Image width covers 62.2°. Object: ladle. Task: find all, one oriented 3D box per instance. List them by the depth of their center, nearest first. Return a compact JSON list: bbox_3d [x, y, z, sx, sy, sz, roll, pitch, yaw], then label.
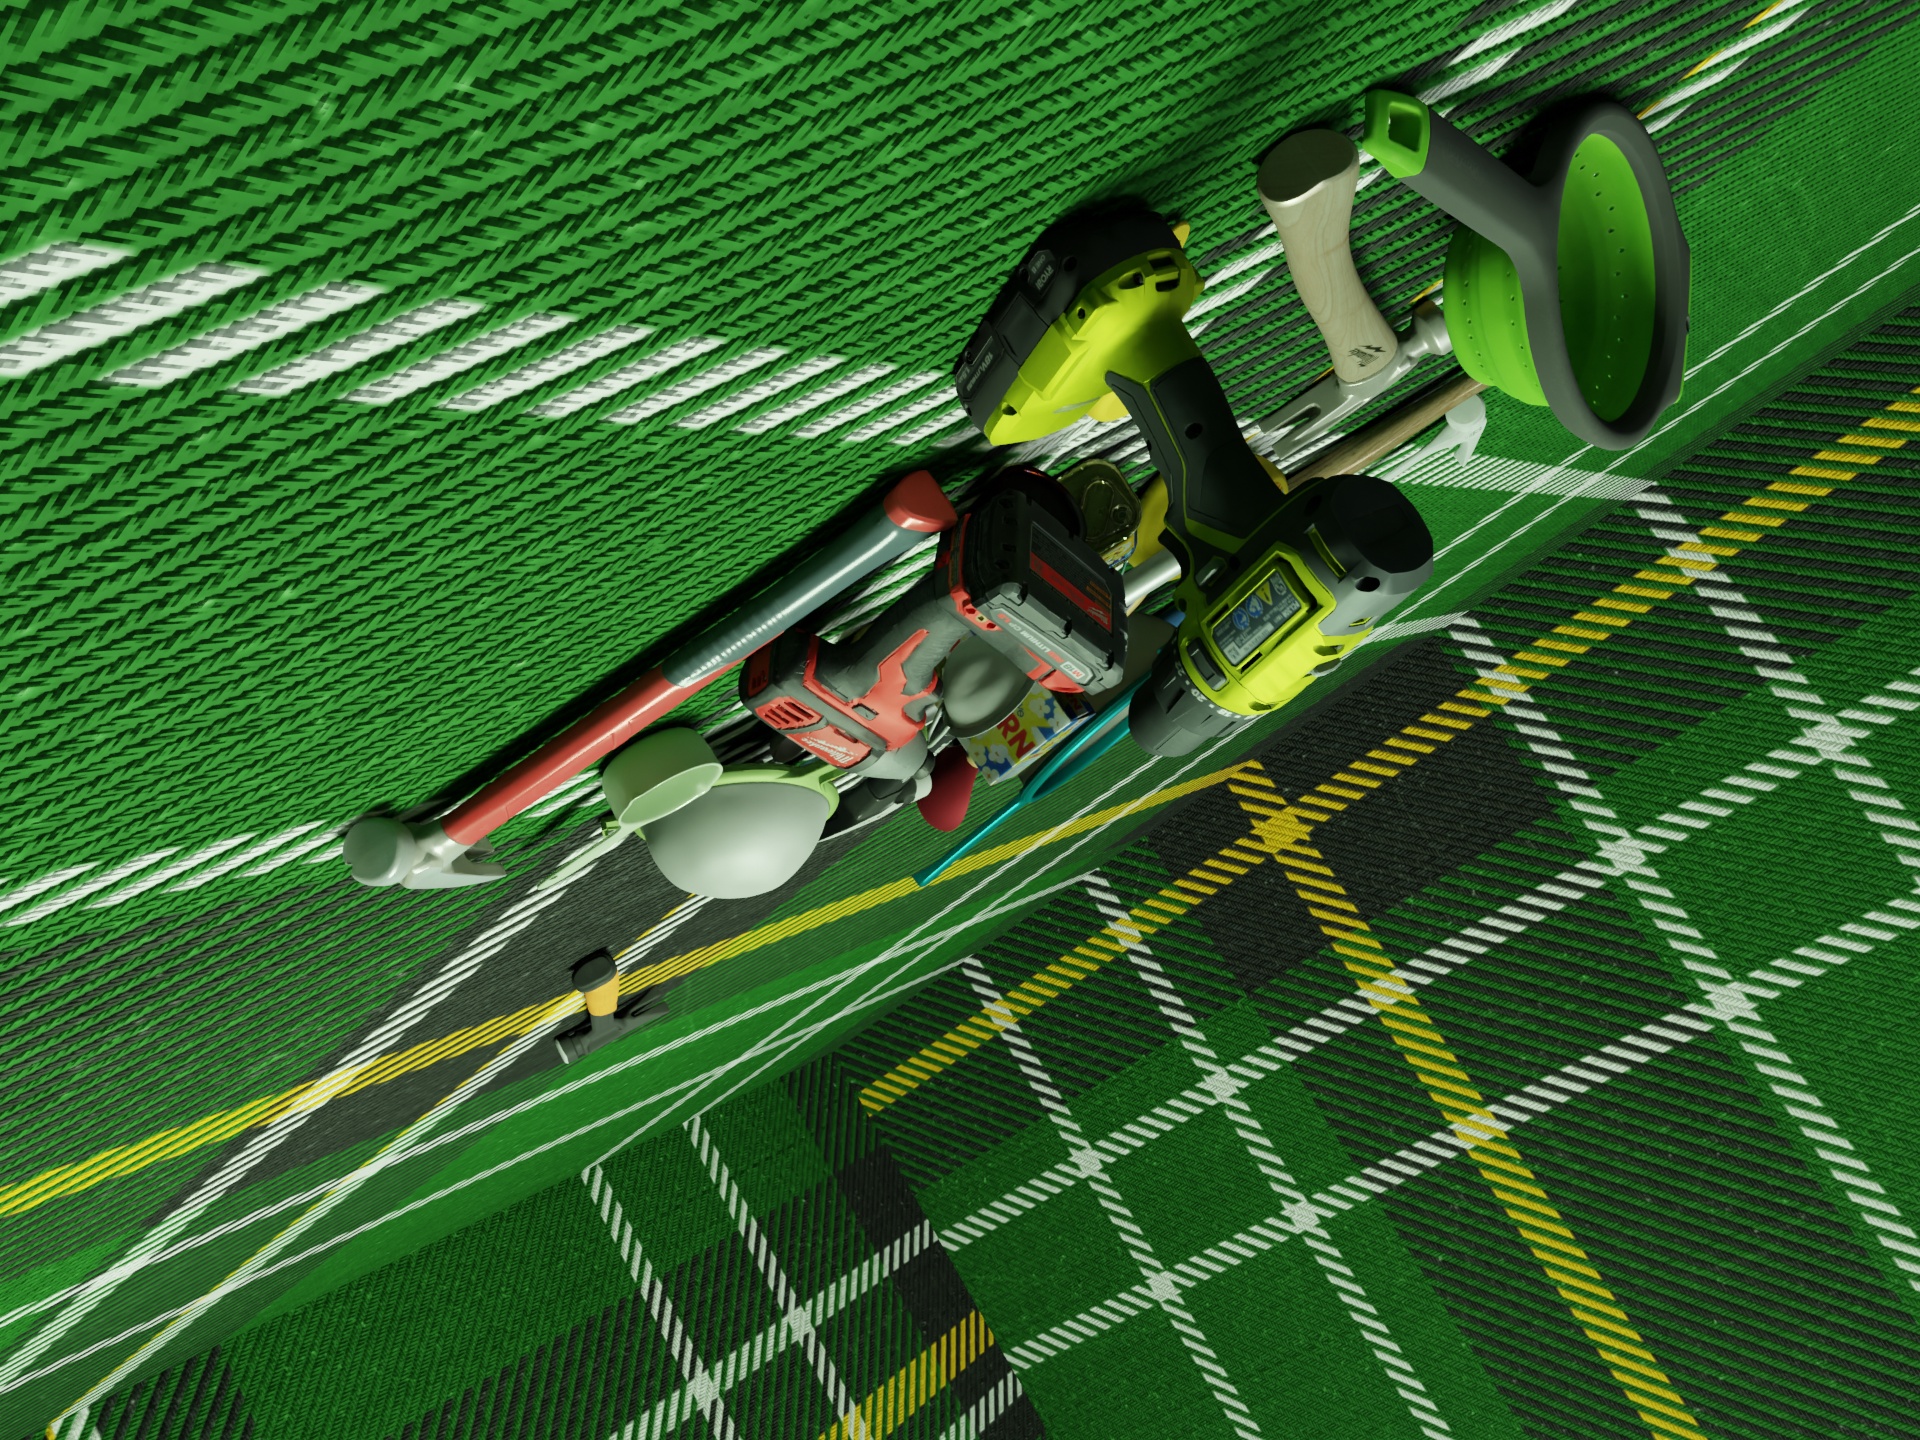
[{"bbox_3d":[0.051,-0.009,1.304,0.031,0.069,0.315,0,144,-45],"label":"ladle"}]

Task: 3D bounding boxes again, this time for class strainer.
[{"bbox_3d":[0.070,-0.064,1.021,0.258,0.087,0.050,-32,124,14],"label":"strainer"},{"bbox_3d":[-0.118,0.071,1.106,0.256,0.069,0.151,-24,153,34],"label":"strainer"},{"bbox_3d":[0.063,0.011,1.398,0.340,0.095,0.211,-41,171,15],"label":"strainer"}]

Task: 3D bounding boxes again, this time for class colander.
[{"bbox_3d":[0.307,-0.274,0.925,0.094,0.204,0.396,3,178,44],"label":"colander"}]

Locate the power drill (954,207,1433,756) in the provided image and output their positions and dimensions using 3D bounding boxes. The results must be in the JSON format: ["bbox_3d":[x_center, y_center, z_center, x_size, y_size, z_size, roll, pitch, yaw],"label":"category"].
[{"bbox_3d":[0.095,-0.104,0.756,0.080,0.229,0.190,-22,164,-36],"label":"power drill"}]

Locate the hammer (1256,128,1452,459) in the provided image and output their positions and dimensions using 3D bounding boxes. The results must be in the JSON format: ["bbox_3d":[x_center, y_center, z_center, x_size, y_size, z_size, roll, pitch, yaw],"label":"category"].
[{"bbox_3d":[0.217,-0.247,0.950,0.146,0.038,0.410,-34,167,15],"label":"hammer"}]

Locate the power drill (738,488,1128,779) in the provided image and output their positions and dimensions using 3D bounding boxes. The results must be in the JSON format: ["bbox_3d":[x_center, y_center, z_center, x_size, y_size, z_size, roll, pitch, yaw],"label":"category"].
[{"bbox_3d":[-0.013,-0.033,0.948,0.219,0.079,0.143,-28,132,35],"label":"power drill"}]

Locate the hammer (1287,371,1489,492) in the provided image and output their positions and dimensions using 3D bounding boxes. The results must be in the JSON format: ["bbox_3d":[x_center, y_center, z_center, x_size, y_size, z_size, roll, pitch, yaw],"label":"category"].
[{"bbox_3d":[0.361,-0.242,1.325,0.331,0.031,0.130,-32,168,2],"label":"hammer"}]

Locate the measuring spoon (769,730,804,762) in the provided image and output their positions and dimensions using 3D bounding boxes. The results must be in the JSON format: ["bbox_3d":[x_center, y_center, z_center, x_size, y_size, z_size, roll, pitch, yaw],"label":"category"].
[{"bbox_3d":[-0.094,-0.008,1.189,0.124,0.018,0.034,-33,154,-27],"label":"measuring spoon"}]

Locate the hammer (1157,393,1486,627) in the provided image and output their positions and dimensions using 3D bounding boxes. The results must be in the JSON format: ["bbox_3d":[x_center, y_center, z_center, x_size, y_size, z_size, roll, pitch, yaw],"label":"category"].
[{"bbox_3d":[0.312,-0.165,1.494,0.405,0.035,0.144,-35,167,13],"label":"hammer"}]

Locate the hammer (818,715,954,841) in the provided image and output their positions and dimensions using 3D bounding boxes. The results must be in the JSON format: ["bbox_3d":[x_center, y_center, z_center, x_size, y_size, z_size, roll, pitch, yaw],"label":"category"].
[{"bbox_3d":[-0.002,-0.004,1.206,0.146,0.035,0.334,-22,166,-45],"label":"hammer"}]

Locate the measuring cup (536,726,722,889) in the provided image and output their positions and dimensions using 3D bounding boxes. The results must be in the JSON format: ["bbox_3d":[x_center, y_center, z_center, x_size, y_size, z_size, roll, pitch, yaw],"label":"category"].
[{"bbox_3d":[-0.232,0.058,1.057,0.167,0.038,0.083,-35,167,23],"label":"measuring cup"}]

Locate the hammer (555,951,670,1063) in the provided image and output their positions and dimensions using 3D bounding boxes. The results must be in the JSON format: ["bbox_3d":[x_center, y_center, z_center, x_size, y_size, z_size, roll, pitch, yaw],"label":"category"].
[{"bbox_3d":[-0.361,0.286,1.634,0.127,0.034,0.336,-26,167,-19],"label":"hammer"}]

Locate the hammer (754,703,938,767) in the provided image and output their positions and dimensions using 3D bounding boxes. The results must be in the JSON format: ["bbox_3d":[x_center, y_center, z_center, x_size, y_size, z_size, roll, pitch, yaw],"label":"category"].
[{"bbox_3d":[-0.051,0.002,1.280,0.331,0.033,0.128,-31,169,-5],"label":"hammer"}]

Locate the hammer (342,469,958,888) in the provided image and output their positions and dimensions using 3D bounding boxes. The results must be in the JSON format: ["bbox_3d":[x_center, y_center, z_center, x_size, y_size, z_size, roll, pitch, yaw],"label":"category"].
[{"bbox_3d":[-0.165,-0.017,0.918,0.386,0.038,0.143,-33,169,8],"label":"hammer"}]

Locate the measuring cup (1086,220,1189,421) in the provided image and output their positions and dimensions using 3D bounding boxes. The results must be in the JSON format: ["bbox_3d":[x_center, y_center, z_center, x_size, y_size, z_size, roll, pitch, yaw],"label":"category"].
[{"bbox_3d":[0.098,-0.205,0.835,0.062,0.029,0.156,-28,169,-18],"label":"measuring cup"}]

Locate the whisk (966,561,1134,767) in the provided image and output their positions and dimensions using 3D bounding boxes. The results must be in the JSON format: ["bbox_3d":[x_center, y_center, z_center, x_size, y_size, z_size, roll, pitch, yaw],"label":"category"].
[{"bbox_3d":[0.067,-0.052,1.243,0.047,0.051,0.245,10,131,-33],"label":"whisk"}]
